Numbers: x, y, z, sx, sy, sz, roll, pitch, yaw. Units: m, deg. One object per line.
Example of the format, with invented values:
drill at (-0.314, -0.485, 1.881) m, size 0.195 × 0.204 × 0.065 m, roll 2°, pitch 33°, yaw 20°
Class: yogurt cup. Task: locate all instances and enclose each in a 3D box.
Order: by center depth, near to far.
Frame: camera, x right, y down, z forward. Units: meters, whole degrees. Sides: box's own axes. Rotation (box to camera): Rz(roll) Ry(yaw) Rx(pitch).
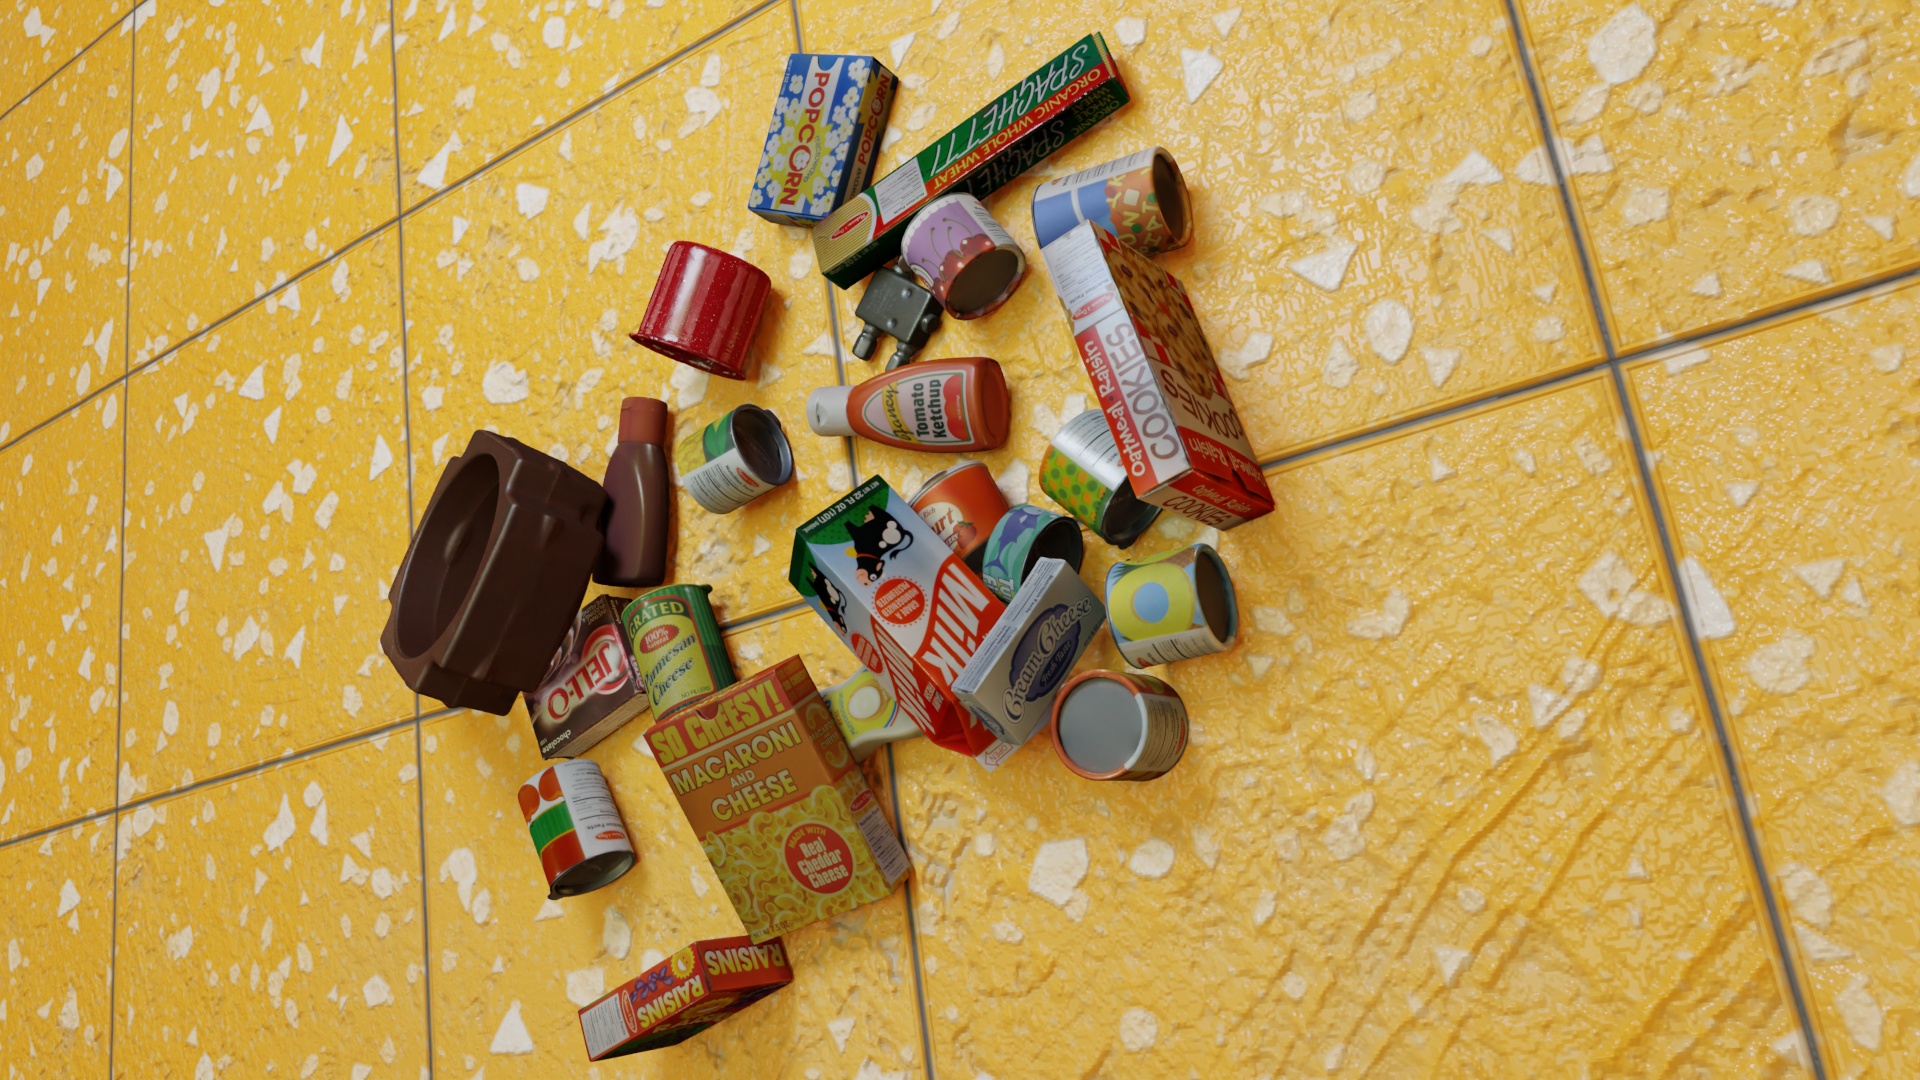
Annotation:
yogurt cup at (0.003, -0.011, 0.915) m, size 0.072 × 0.072 × 0.054 m, roll -43°, pitch 70°, yaw 19°

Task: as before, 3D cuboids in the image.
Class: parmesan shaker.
parmesan shaker at (-0.201, 0.091, 1.026) m, size 0.071 × 0.071 × 0.103 m, roll -34°, pitch 65°, yaw 23°

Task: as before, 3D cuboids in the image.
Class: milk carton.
milk carton at (-0.021, 0.057, 0.882) m, size 0.072 × 0.073 × 0.191 m, roll -36°, pitch 73°, yaw -27°

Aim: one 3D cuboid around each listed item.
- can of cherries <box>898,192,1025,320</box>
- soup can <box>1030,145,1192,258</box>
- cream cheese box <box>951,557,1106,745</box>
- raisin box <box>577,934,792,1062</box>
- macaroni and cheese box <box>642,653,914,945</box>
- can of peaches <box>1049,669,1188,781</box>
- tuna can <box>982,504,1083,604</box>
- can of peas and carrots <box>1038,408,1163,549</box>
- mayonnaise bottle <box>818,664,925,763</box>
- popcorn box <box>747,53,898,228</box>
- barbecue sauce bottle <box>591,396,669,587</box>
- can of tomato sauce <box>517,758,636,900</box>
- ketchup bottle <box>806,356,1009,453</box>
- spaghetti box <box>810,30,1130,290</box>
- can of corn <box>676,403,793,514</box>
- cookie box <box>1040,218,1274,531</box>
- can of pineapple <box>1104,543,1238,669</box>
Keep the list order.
can of cherries at (0.001, -0.191, 0.948) m, size 0.071 × 0.071 × 0.058 m, roll -46°, pitch 62°, yaw 18°
soup can at (0.098, -0.206, 0.889) m, size 0.083 × 0.071 × 0.071 m, roll -11°, pitch 76°, yaw 31°
cream cheese box at (0.043, 0.066, 0.834) m, size 0.024 × 0.053 × 0.104 m, roll 5°, pitch 54°, yaw 53°
raisin box at (-0.191, 0.316, 0.964) m, size 0.123 × 0.086 × 0.040 m, roll -35°, pitch 63°, yaw 23°
macaroni and cheese box at (-0.124, 0.176, 0.937) m, size 0.123 × 0.040 × 0.166 m, roll -27°, pitch 92°, yaw 26°
can of peaches at (0.093, 0.112, 0.836) m, size 0.071 × 0.058 × 0.071 m, roll -6°, pitch 78°, yaw 31°
tuna can at (0.045, 0.014, 0.880) m, size 0.033 × 0.071 × 0.071 m, roll 20°, pitch 92°, yaw 35°
can of peas and carrots at (0.091, -0.038, 0.863) m, size 0.059 × 0.071 × 0.071 m, roll 40°, pitch 103°, yaw 32°
mayonnaise bottle at (-0.076, 0.124, 0.953) m, size 0.147 × 0.041 × 0.065 m, roll -30°, pitch 69°, yaw 24°
popcorn box at (-0.105, -0.301, 1.053) m, size 0.085 × 0.038 × 0.126 m, roll 16°, pitch 90°, yaw 35°
barbecue sauce bottle at (-0.257, -0.038, 1.099) m, size 0.065 × 0.044 × 0.148 m, roll -4°, pitch 78°, yaw 38°
can of tomato sauce at (-0.295, 0.220, 1.061) m, size 0.071 × 0.071 × 0.083 m, roll -41°, pitch 62°, yaw 20°
ketchup bottle at (-0.039, -0.092, 0.966) m, size 0.149 × 0.044 × 0.064 m, roll 1°, pitch 102°, yaw 34°
spaghetti box at (0.003, -0.261, 0.967) m, size 0.249 × 0.028 × 0.050 m, roll -29°, pitch 55°, yaw 21°
can of corn at (-0.167, -0.061, 1.033) m, size 0.058 × 0.071 × 0.071 m, roll -26°, pitch 68°, yaw 27°
cookie box at (0.119, -0.094, 0.819) m, size 0.040 × 0.123 × 0.168 m, roll -29°, pitch 67°, yaw 27°
can of pineapple at (0.125, 0.037, 0.825) m, size 0.058 × 0.071 × 0.071 m, roll -15°, pitch 73°, yaw 30°
